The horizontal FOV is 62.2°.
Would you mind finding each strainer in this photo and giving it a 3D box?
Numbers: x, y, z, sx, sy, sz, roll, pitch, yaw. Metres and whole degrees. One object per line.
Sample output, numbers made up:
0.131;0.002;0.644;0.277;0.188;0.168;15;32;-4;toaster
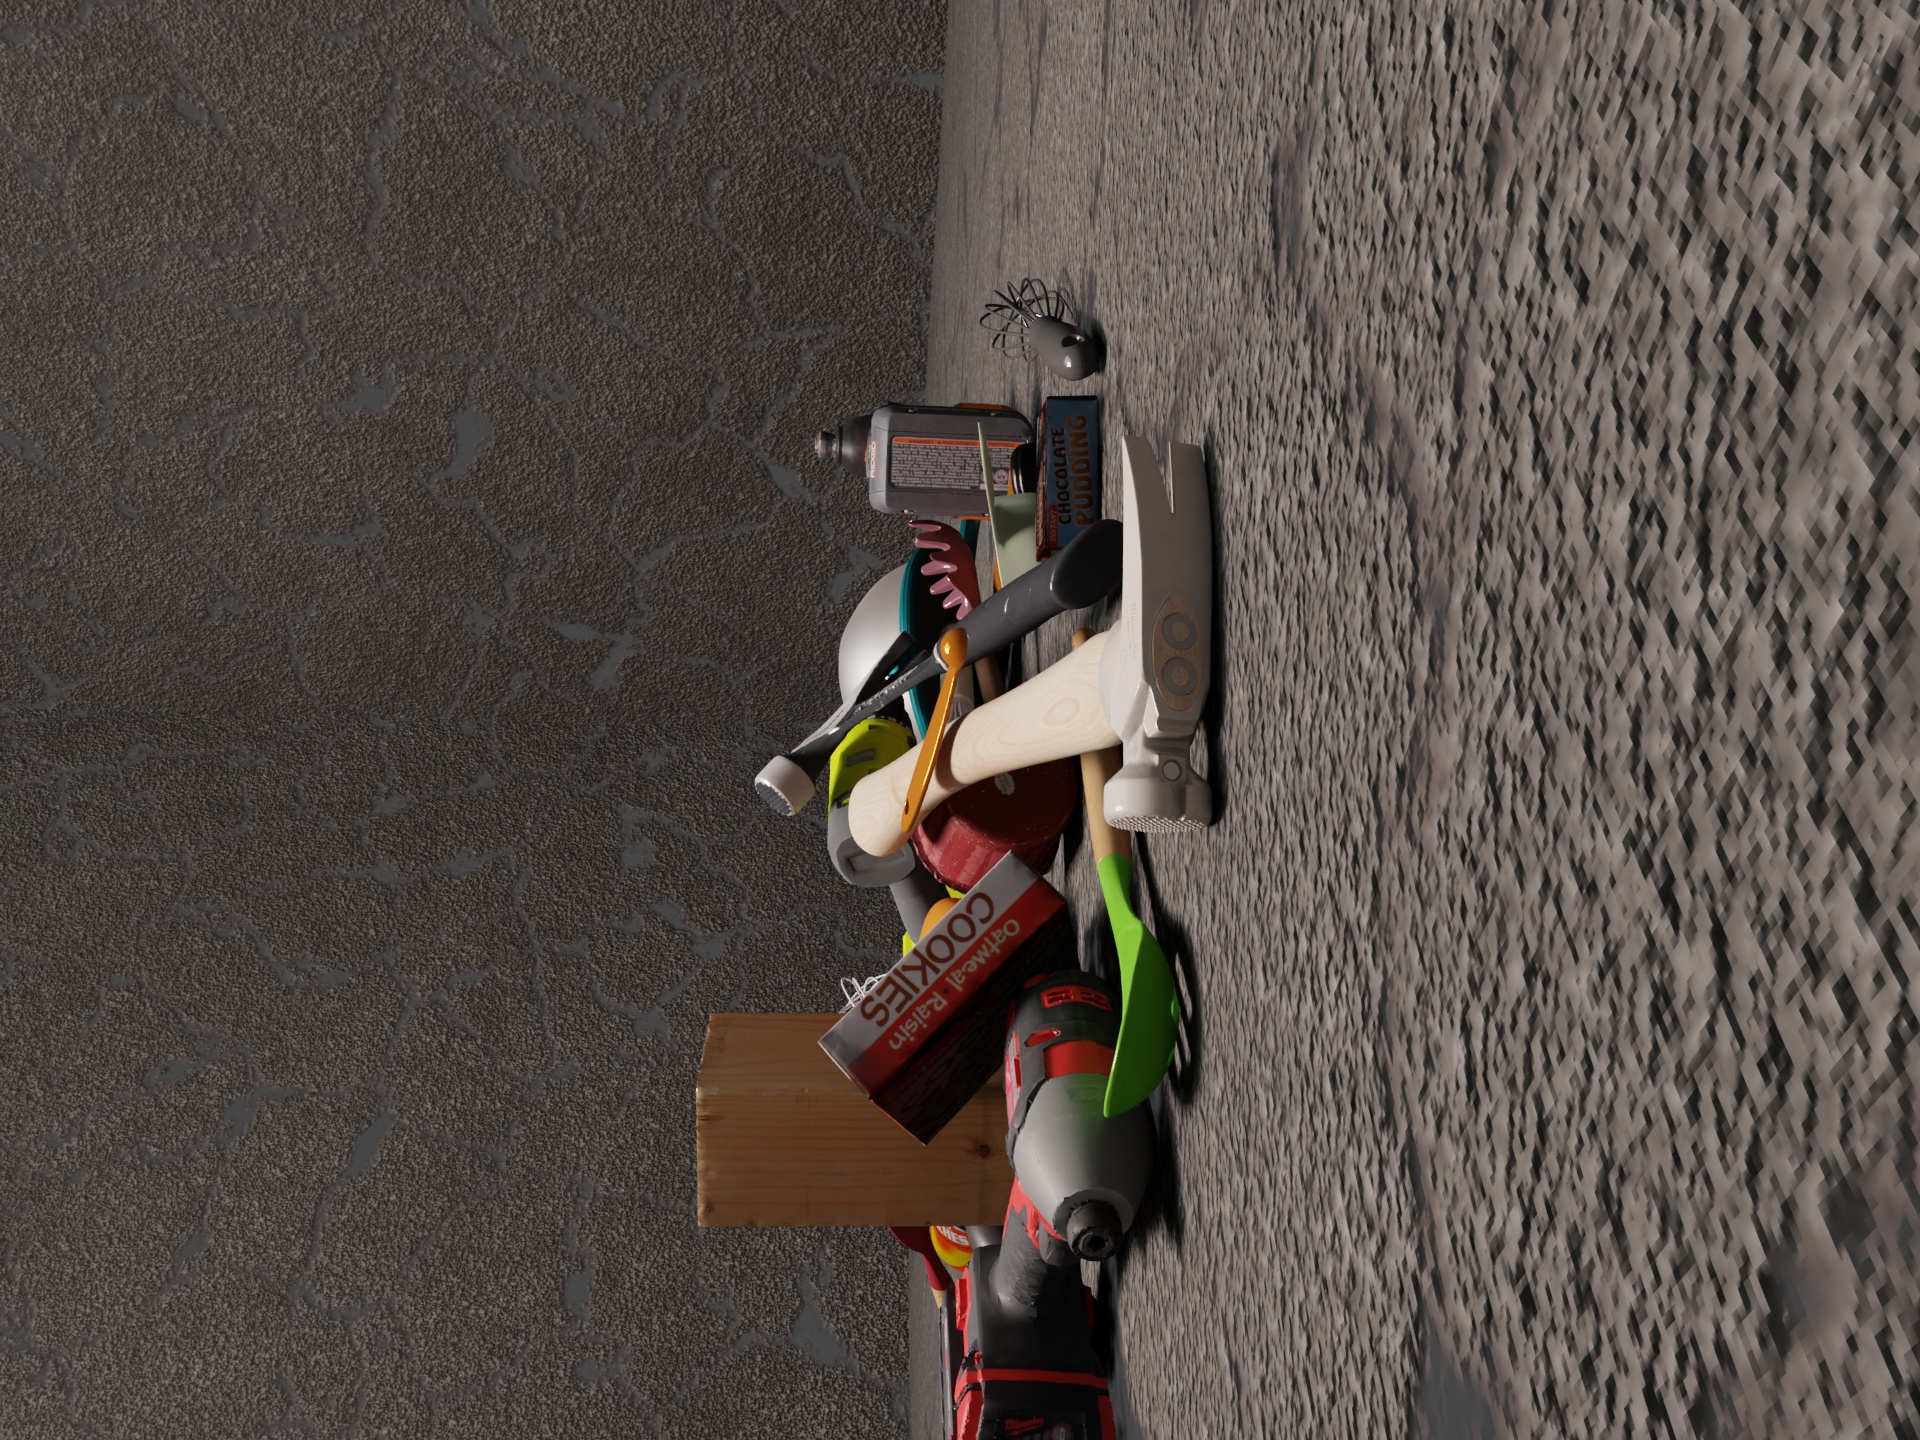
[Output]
-0.038;-0.077;1.356;0.341;0.095;0.210;-83;-25;-47;strainer

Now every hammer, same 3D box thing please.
-0.008;-0.036;0.905;0.149;0.036;0.409;-48;8;-24;hammer
0.036;-0.098;1.167;0.336;0.034;0.127;99;170;-63;hammer
0.013;0.001;0.752;0.410;0.038;0.146;150;124;-68;hammer

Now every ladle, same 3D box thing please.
-0.007;0.394;1.064;0.069;0.031;0.315;-94;-11;-58;ladle

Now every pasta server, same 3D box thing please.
0.013;-0.025;1.098;0.060;0.040;0.317;75;180;-53;pasta server

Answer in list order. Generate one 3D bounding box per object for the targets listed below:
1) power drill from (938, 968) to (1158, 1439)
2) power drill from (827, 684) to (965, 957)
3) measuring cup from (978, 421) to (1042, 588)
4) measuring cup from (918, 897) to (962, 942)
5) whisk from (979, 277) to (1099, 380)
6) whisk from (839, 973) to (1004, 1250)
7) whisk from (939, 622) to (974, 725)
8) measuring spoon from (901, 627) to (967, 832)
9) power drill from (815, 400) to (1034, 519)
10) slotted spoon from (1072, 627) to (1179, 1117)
0.040;0.235;0.698;0.143;0.078;0.219;-95;11;-63;power drill
-0.032;0.095;1.152;0.191;0.080;0.228;-94;-16;-55;power drill
0.036;-0.119;0.909;0.167;0.038;0.083;73;-170;-62;measuring cup
0.013;0.133;0.964;0.173;0.095;0.052;-169;93;-82;measuring cup
0.049;-0.230;0.948;0.239;0.055;0.055;-109;20;-68;whisk
-0.019;0.251;1.004;0.285;0.070;0.070;-129;37;-54;whisk
-0.002;-0.004;1.158;0.247;0.057;0.059;-92;14;-57;whisk
-0.016;0.006;0.764;0.021;0.011;0.116;-108;30;-55;measuring spoon
-0.030;-0.206;1.232;0.226;0.164;0.084;-114;26;-76;power drill
0.067;0.047;0.709;0.314;0.031;0.070;-91;4;-54;slotted spoon
